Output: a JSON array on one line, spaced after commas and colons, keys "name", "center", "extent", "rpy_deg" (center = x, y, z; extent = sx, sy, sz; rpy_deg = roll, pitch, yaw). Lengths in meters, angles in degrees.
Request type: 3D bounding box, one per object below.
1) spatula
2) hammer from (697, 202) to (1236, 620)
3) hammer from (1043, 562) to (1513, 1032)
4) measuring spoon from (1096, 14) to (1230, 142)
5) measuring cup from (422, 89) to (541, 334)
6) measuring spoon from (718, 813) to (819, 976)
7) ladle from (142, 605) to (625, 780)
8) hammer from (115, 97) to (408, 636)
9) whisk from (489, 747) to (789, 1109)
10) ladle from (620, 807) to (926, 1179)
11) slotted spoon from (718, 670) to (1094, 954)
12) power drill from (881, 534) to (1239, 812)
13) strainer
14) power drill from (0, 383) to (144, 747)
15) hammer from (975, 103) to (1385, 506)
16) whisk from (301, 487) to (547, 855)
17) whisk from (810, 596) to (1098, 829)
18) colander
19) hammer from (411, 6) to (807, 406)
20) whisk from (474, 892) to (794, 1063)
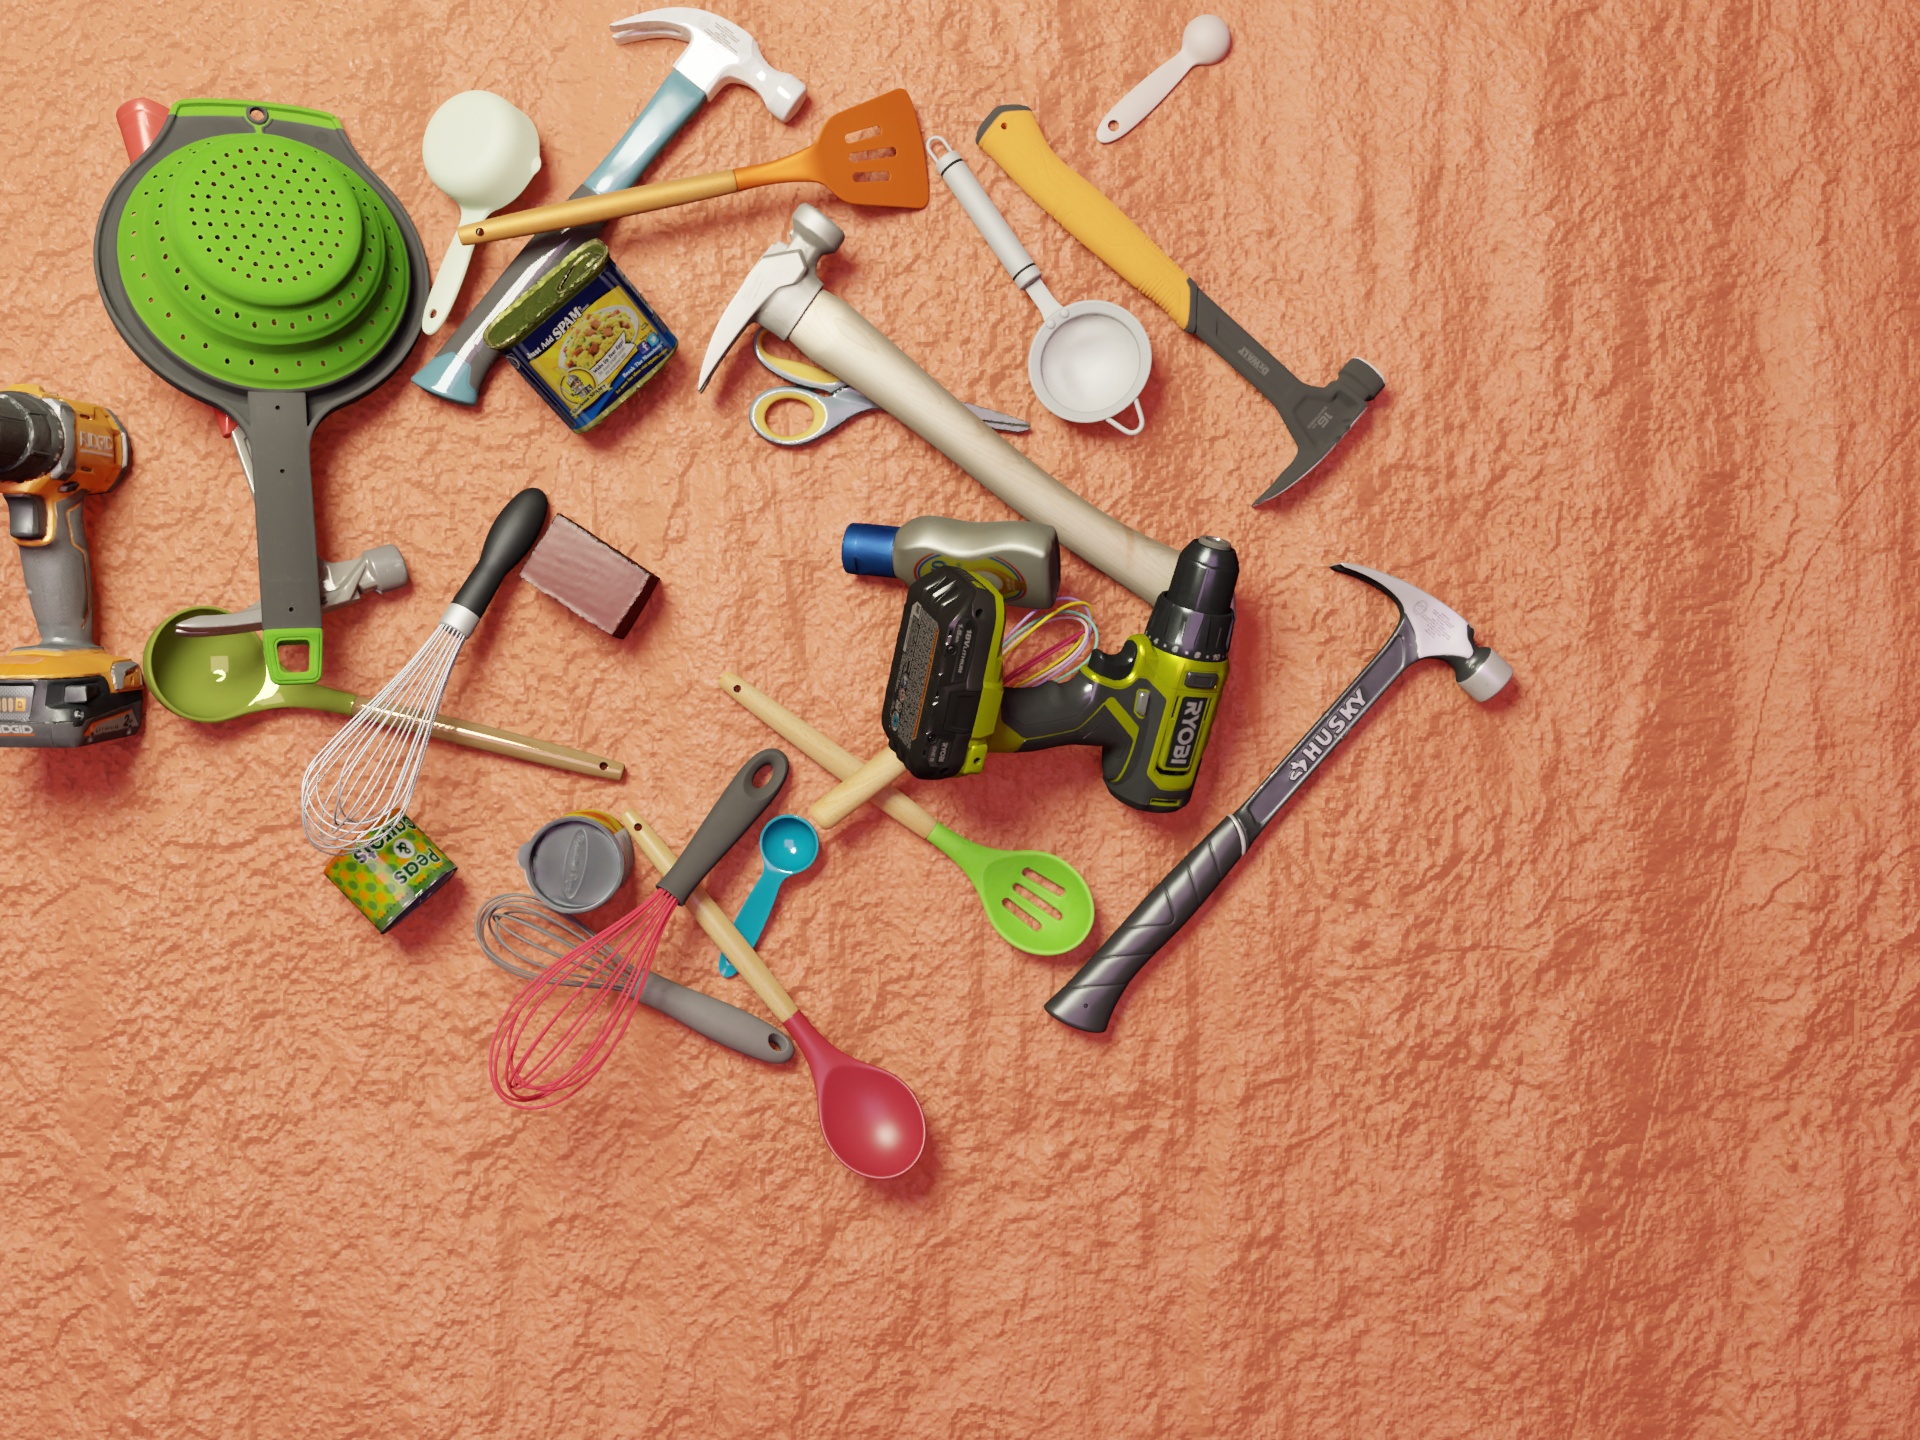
[{"name": "spatula", "center": [-0.177, -0.360, 1.077], "extent": [0.322, 0.041, 0.081], "rpy_deg": [-14, 107, -8]}, {"name": "hammer", "center": [0.016, -0.174, 1.105], "extent": [0.410, 0.038, 0.146], "rpy_deg": [36, 94, -8]}, {"name": "hammer", "center": [0.207, 0.064, 1.137], "extent": [0.149, 0.036, 0.409], "rpy_deg": [43, 88, -3]}, {"name": "measuring spoon", "center": [0.144, -0.455, 1.129], "extent": [0.124, 0.018, 0.034], "rpy_deg": [-43, 94, -1]}, {"name": "measuring cup", "center": [-0.339, -0.343, 1.066], "extent": [0.083, 0.038, 0.167], "rpy_deg": [16, 85, 22]}, {"name": "measuring spoon", "center": [-0.138, 0.124, 1.125], "extent": [0.042, 0.021, 0.128], "rpy_deg": [28, 98, 3]}, {"name": "ladle", "center": [-0.387, -0.006, 1.082], "extent": [0.320, 0.062, 0.078], "rpy_deg": [15, 76, -7]}, {"name": "hammer", "center": [-0.499, -0.237, 1.059], "extent": [0.149, 0.037, 0.359], "rpy_deg": [-19, 89, -29]}, {"name": "whisk", "center": [-0.208, 0.132, 1.065], "extent": [0.073, 0.073, 0.296], "rpy_deg": [39, 68, -4]}, {"name": "ladle", "center": [-0.135, 0.186, 1.105], "extent": [0.069, 0.031, 0.315], "rpy_deg": [-38, 88, -17]}, {"name": "slotted spoon", "center": [-0.040, 0.060, 1.123], "extent": [0.313, 0.031, 0.070], "rpy_deg": [36, 88, -2]}, {"name": "power drill", "center": [0.076, -0.037, 1.054], "extent": [0.228, 0.080, 0.190], "rpy_deg": [3, 112, -25]}, {"name": "strainer", "center": [0.053, -0.305, 1.115], "extent": [0.087, 0.050, 0.258], "rpy_deg": [-35, 88, 8]}, {"name": "power drill", "center": [-0.585, -0.097, 1.002], "extent": [0.084, 0.185, 0.226], "rpy_deg": [0, 94, -6]}, {"name": "hammer", "center": [0.138, -0.303, 1.124], "extent": [0.337, 0.034, 0.127], "rpy_deg": [42, 87, -4]}, {"name": "whisk", "center": [-0.350, -0.039, 1.055], "extent": [0.070, 0.070, 0.285], "rpy_deg": [27, 71, -4]}, {"name": "whisk", "center": [-0.001, -0.002, 1.107], "extent": [0.245, 0.047, 0.051], "rpy_deg": [-38, 84, -7]}, {"name": "colander", "center": [-0.435, -0.224, 1.010], "extent": [0.204, 0.094, 0.397], "rpy_deg": [-4, 84, -24]}, {"name": "hammer", "center": [-0.257, -0.348, 1.094], "extent": [0.128, 0.033, 0.331], "rpy_deg": [39, 88, -5]}, {"name": "whisk", "center": [-0.224, 0.185, 1.102], "extent": [0.239, 0.055, 0.055], "rpy_deg": [26, 89, -8]}]
